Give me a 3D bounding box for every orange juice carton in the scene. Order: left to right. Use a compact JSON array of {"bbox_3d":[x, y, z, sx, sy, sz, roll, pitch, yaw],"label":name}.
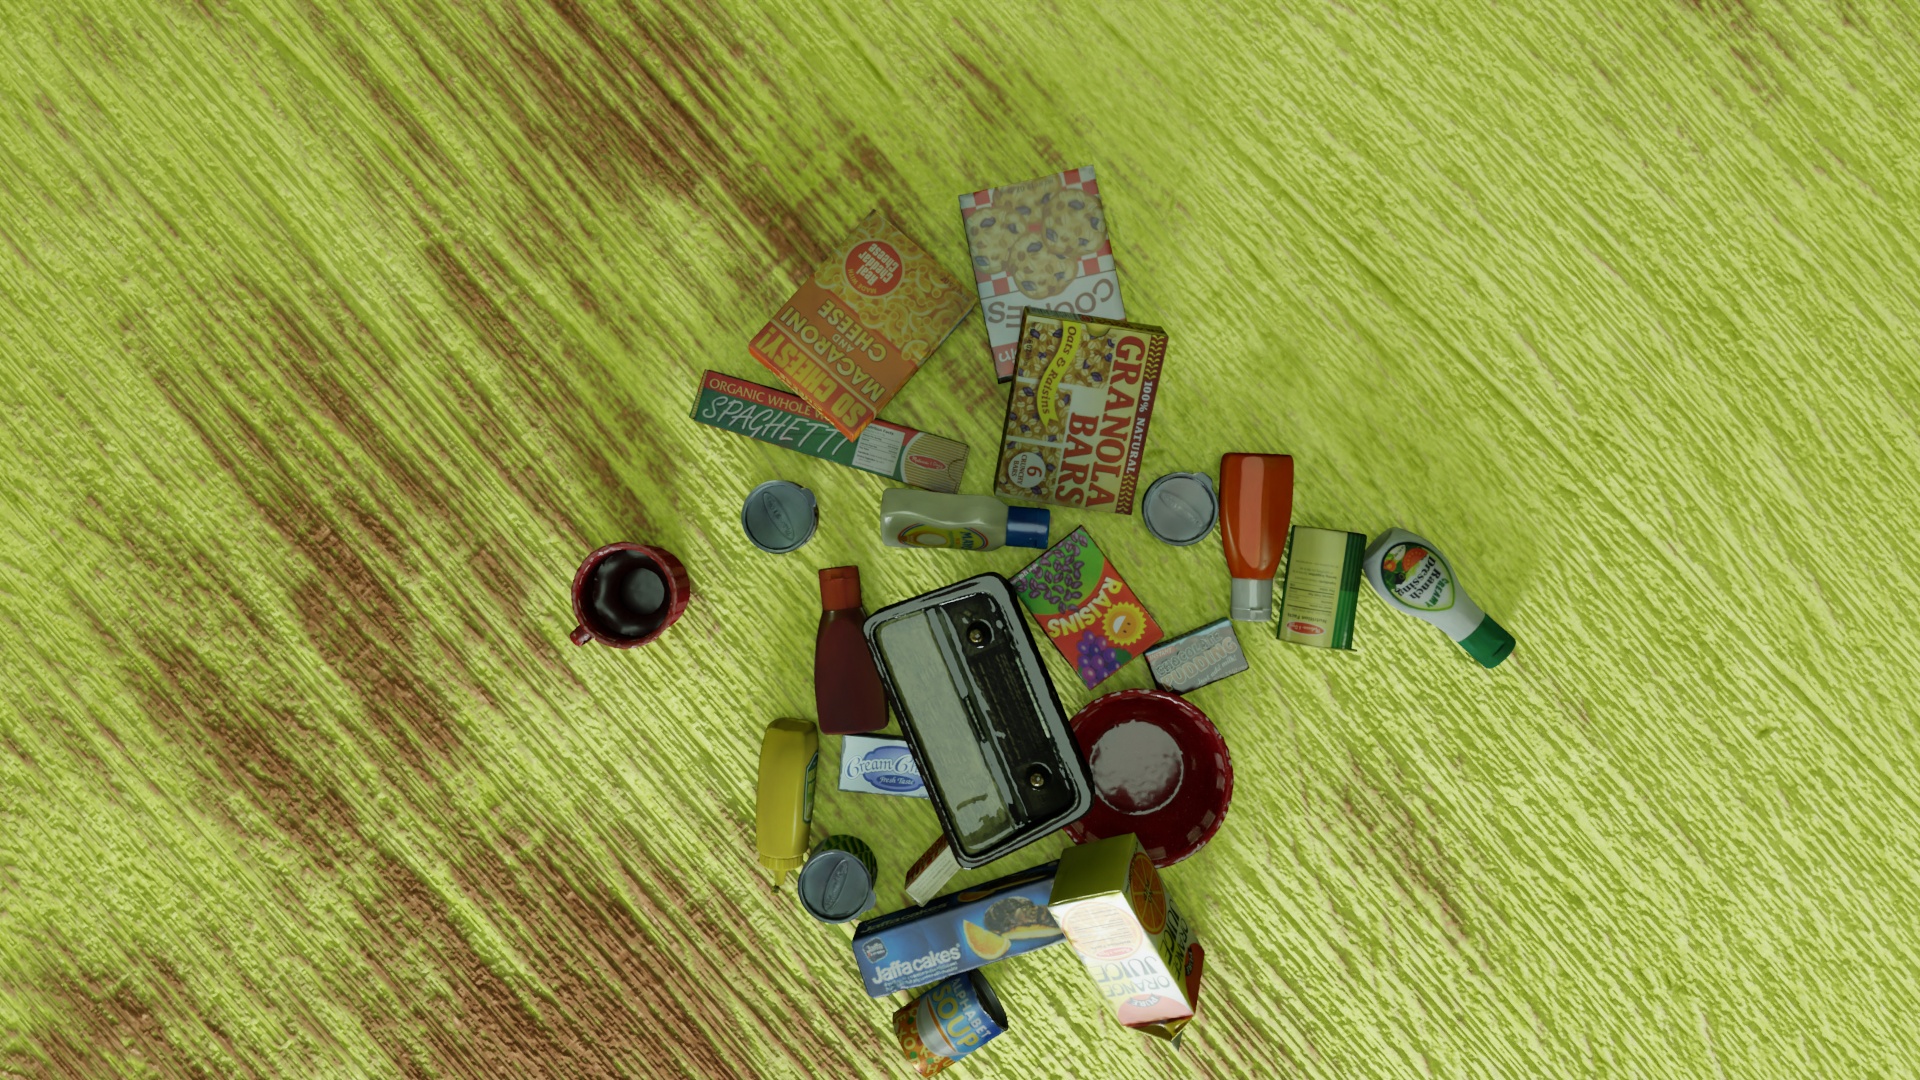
[{"bbox_3d":[0.154,0.352,1.204,0.073,0.072,0.192,-19,114,27],"label":"orange juice carton"}]

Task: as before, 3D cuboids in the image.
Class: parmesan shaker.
[{"bbox_3d":[0.320,0.041,1.219,0.071,0.071,0.103,8,91,2],"label":"parmesan shaker"}]

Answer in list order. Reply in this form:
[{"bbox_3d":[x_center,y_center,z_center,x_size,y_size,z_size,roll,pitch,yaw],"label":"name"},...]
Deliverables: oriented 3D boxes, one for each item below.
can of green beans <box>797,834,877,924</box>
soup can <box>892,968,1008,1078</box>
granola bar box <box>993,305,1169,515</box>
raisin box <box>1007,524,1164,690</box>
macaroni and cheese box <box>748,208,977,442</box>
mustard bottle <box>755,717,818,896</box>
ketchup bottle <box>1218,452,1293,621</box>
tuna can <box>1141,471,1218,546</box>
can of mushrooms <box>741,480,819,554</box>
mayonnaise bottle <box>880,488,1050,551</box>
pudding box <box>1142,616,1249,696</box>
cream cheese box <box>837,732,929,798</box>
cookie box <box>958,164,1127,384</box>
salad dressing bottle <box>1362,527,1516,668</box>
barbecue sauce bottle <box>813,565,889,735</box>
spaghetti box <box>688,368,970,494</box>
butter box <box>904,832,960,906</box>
[{"bbox_3d":[-0.109,0.303,1.246,0.071,0.058,0.071,0,92,2],"label":"can of green beans"},{"bbox_3d":[-0.010,0.429,1.239,0.084,0.071,0.071,-33,90,3],"label":"soup can"},{"bbox_3d":[0.103,-0.111,1.209,0.124,0.039,0.165,8,108,-5],"label":"granola bar box"},{"bbox_3d":[0.111,0.060,1.242,0.086,0.040,0.123,-37,89,2],"label":"raisin box"},{"bbox_3d":[-0.086,-0.189,1.226,0.124,0.040,0.167,41,80,1],"label":"macaroni and cheese box"},{"bbox_3d":[-0.157,0.242,1.246,0.049,0.065,0.160,6,98,7],"label":"mustard bottle"},{"bbox_3d":[0.260,-0.004,1.232,0.065,0.043,0.148,2,92,-3],"label":"ketchup bottle"},{"bbox_3d":[0.197,-0.030,1.239,0.071,0.033,0.071,0,92,2],"label":"tuna can"},{"bbox_3d":[-0.160,-0.023,1.251,0.071,0.033,0.071,0,91,3],"label":"can of mushrooms"},{"bbox_3d":[0.004,-0.015,1.230,0.148,0.064,0.041,4,60,3],"label":"mayonnaise bottle"},{"bbox_3d":[0.210,0.106,1.243,0.084,0.030,0.049,-22,90,2],"label":"pudding box"},{"bbox_3d":[-0.058,0.204,1.258,0.104,0.024,0.053,4,90,2],"label":"cream cheese box"},{"bbox_3d":[0.075,-0.235,1.235,0.123,0.040,0.167,-12,90,2],"label":"cookie box"},{"bbox_3d":[0.423,0.052,1.228,0.147,0.044,0.064,41,94,0],"label":"salad dressing bottle"},{"bbox_3d":[-0.102,0.097,1.248,0.065,0.043,0.148,-6,91,2],"label":"barbecue sauce bottle"},{"bbox_3d":[-0.116,-0.097,1.250,0.250,0.029,0.050,16,92,1],"label":"spaghetti box"},{"bbox_3d":[-0.007,0.277,1.244,0.024,0.053,0.103,43,93,-3],"label":"butter box"}]
